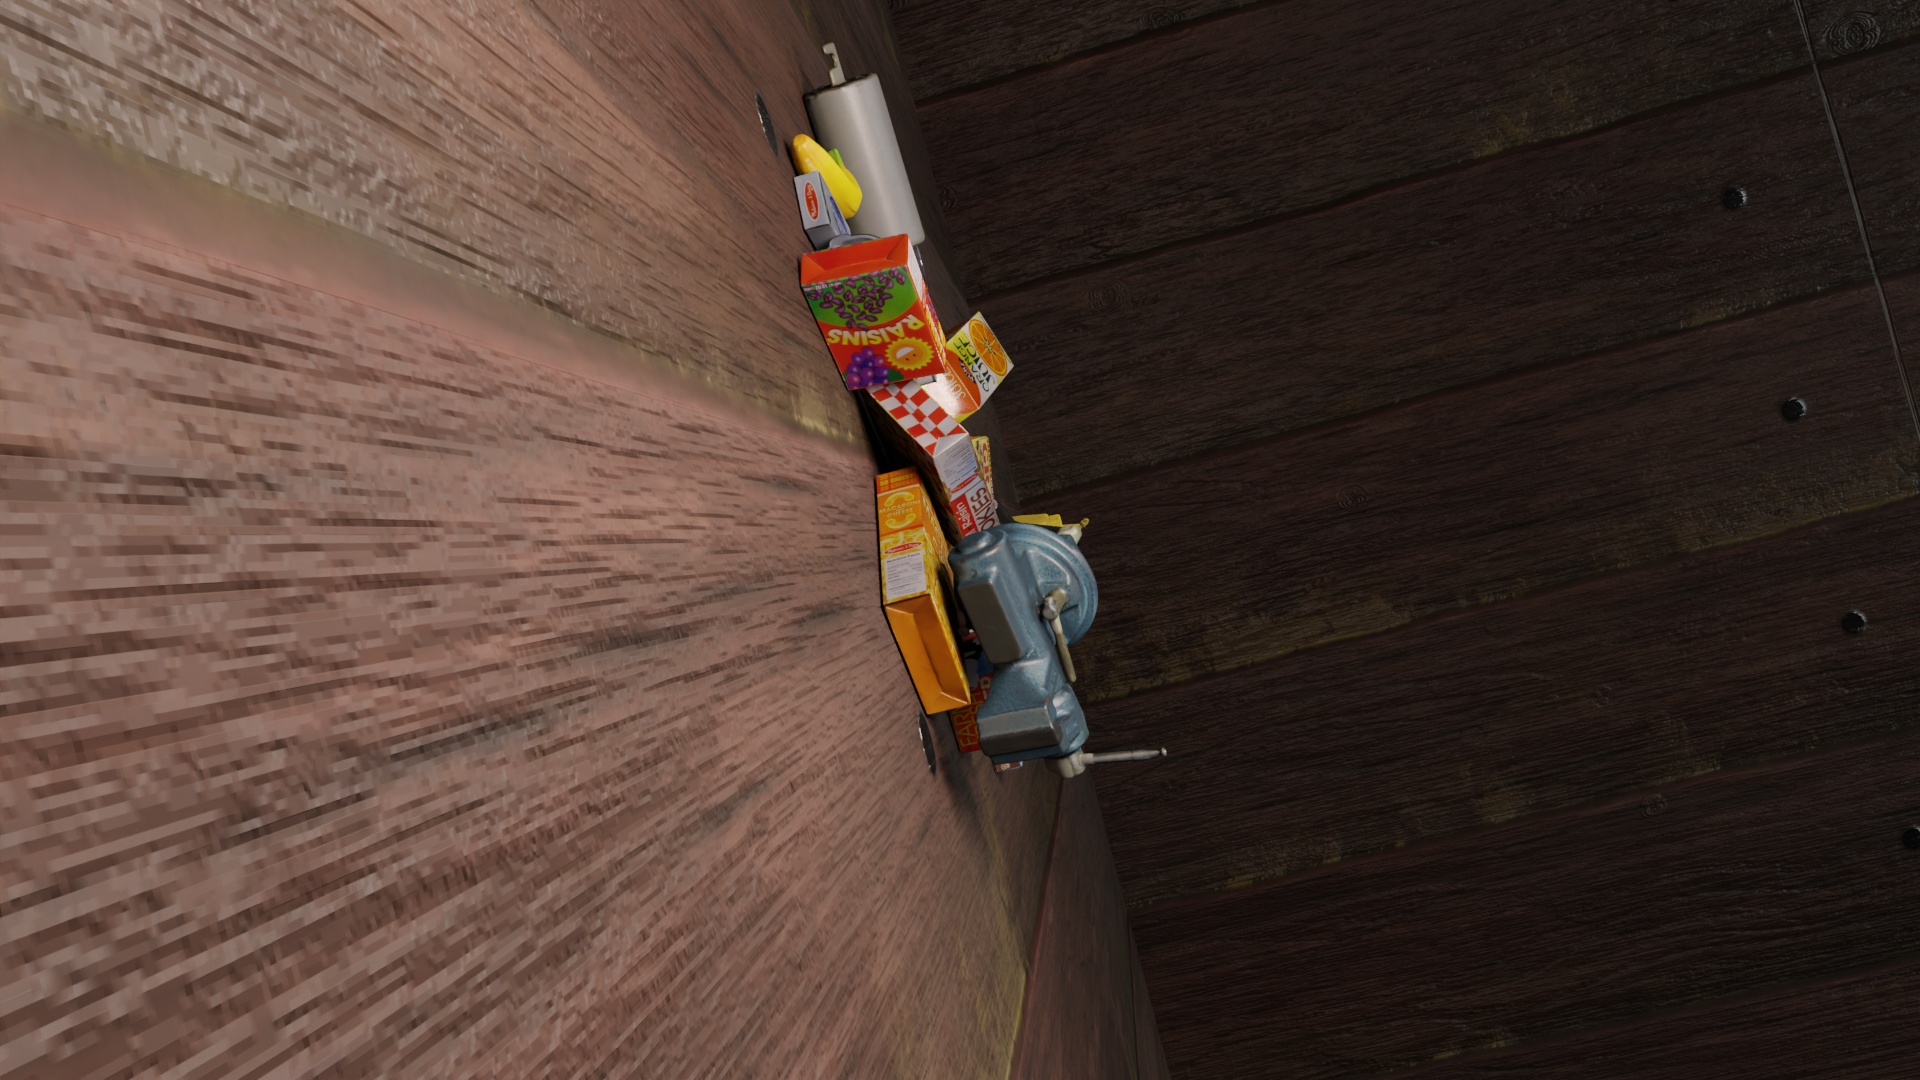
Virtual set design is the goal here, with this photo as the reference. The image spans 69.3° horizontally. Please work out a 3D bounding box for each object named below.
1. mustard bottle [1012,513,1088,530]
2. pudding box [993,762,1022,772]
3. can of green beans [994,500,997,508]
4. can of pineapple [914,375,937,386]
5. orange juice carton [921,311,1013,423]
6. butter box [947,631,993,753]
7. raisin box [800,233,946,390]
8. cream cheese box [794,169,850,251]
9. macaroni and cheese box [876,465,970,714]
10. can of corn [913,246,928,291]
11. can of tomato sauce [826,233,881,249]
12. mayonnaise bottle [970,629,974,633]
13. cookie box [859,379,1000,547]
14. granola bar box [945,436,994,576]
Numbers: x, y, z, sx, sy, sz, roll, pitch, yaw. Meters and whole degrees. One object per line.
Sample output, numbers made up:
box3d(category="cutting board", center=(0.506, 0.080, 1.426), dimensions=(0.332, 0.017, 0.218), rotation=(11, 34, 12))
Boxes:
box3d(category="mustard bottle", center=(0.067, 0.001, 1.559), dimensions=(0.065, 0.160, 0.048), rotation=(-92, 168, -61))
box3d(category="pudding box", center=(0.047, 0.211, 1.482), dimensions=(0.084, 0.030, 0.049), rotation=(-55, 131, -82))
box3d(category="can of green beans", center=(-0.001, -0.043, 1.485), dimensions=(0.071, 0.071, 0.057), rotation=(-99, 171, -47))
box3d(category="can of pineapple", center=(-0.058, -0.174, 1.306), dimensions=(0.071, 0.058, 0.071), rotation=(-18, 93, -85))
box3d(category="orange juice carton", center=(-0.014, -0.164, 1.424), dimensions=(0.071, 0.073, 0.193), rotation=(56, 27, -12))
box3d(category="butter box", center=(0.012, 0.133, 1.226), dimensions=(0.024, 0.053, 0.103), rotation=(-74, 149, -76))
box3d(category="raisin box", center=(-0.067, -0.177, 1.092), dimensions=(0.123, 0.086, 0.040), rotation=(68, 15, -52))
box3d(category="cream cheese box", center=(-0.112, -0.265, 1.183), dimensions=(0.103, 0.024, 0.053), rotation=(59, 18, -71))
box3d(category="macaroni and cheese box", center=(-0.030, 0.037, 1.123), dimensions=(0.167, 0.040, 0.123), rotation=(-97, 171, -51))
box3d(category="can of corn", center=(-0.070, -0.288, 1.480), dimensions=(0.071, 0.058, 0.071), rotation=(-18, 93, -85))
box3d(category="can of tomato sauce", center=(-0.079, -0.204, 1.158), dimensions=(0.082, 0.071, 0.071), rotation=(67, 10, -59))
box3d(category="mayonnaise bottle", center=(-0.002, 0.085, 1.284), dimensions=(0.147, 0.041, 0.065), rotation=(66, 13, -52))
box3d(category="cookie box", center=(-0.023, -0.065, 1.198), dimensions=(0.123, 0.040, 0.166), rotation=(47, -13, 35))
box3d(category="granola bar box", center=(0.005, -0.017, 1.373), dimensions=(0.124, 0.039, 0.165), rotation=(-29, 115, -75))
